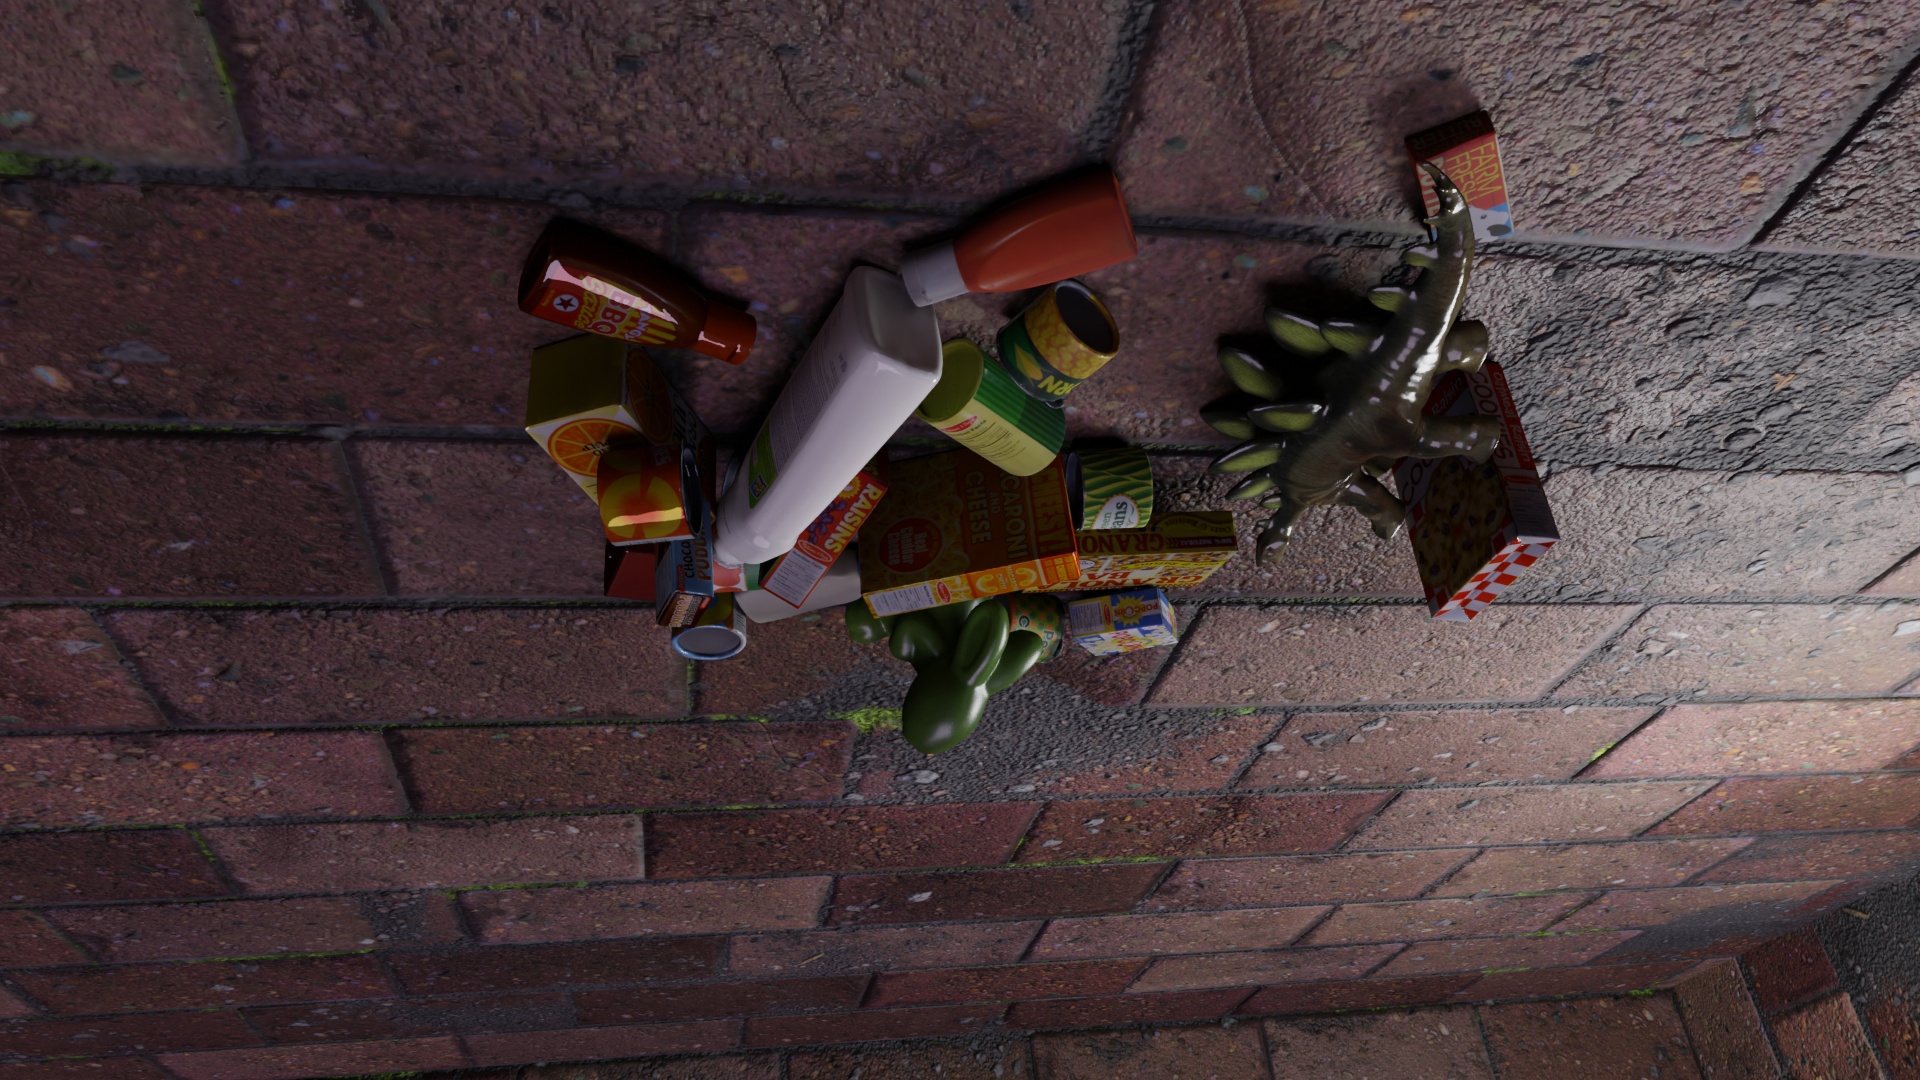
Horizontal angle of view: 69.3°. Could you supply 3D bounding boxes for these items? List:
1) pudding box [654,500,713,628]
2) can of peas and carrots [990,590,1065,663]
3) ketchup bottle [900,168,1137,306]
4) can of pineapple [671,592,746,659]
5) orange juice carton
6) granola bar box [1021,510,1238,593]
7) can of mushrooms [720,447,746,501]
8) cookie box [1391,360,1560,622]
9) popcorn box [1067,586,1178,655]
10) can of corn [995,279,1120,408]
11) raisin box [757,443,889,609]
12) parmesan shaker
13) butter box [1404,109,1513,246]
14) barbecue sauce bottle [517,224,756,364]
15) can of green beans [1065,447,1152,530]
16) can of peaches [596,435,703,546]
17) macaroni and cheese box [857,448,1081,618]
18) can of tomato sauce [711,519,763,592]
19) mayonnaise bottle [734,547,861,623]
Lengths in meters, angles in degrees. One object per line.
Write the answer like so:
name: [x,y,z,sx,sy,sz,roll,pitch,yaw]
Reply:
pudding box: [-0.200,0.015,1.000,0.030,0.084,0.049,8,144,-25]
can of peas and carrots: [0.057,0.080,1.302,0.059,0.071,0.070,12,143,-26]
ketchup bottle: [0.036,-0.189,0.898,0.149,0.044,0.064,-15,146,13]
can of pineapple: [-0.226,0.067,1.238,0.071,0.058,0.070,-5,148,-3]
orange juice carton: [-0.234,-0.065,1.016,0.073,0.072,0.192,-13,147,11]
granola bar box: [0.142,0.010,1.210,0.166,0.039,0.124,-2,164,-8]
can of mushrooms: [-0.164,-0.036,1.083,0.033,0.071,0.070,8,145,-21]
cookie box: [0.397,-0.039,1.089,0.040,0.168,0.122,5,146,-13]
popcorn box: [0.155,0.077,1.310,0.085,0.038,0.126,-11,166,13]
can of corn: [0.069,-0.136,0.963,0.071,0.071,0.058,20,138,-35]
raisin box: [-0.103,-0.020,1.056,0.040,0.086,0.123,32,109,-17]
parmesan shaker: [0.020,-0.096,1.023,0.071,0.071,0.103,-28,143,30]
butter box: [0.327,-0.231,0.907,0.053,0.024,0.103,-19,146,18]
barbecue sauce bottle: [-0.207,-0.154,0.907,0.148,0.044,0.064,16,140,-33]
can of green beans: [0.120,-0.042,1.125,0.058,0.071,0.071,-2,147,-8]
can of peaches: [-0.210,-0.033,0.941,0.058,0.071,0.071,-6,148,1]
macaroni and cheese box: [0.004,-0.014,1.092,0.166,0.124,0.040,-11,144,7]
can of tomato sauce: [-0.166,0.007,1.148,0.083,0.071,0.070,-3,147,-4]
mayonnaise bottle: [-0.121,0.034,1.224,0.148,0.041,0.064,-14,149,8]
